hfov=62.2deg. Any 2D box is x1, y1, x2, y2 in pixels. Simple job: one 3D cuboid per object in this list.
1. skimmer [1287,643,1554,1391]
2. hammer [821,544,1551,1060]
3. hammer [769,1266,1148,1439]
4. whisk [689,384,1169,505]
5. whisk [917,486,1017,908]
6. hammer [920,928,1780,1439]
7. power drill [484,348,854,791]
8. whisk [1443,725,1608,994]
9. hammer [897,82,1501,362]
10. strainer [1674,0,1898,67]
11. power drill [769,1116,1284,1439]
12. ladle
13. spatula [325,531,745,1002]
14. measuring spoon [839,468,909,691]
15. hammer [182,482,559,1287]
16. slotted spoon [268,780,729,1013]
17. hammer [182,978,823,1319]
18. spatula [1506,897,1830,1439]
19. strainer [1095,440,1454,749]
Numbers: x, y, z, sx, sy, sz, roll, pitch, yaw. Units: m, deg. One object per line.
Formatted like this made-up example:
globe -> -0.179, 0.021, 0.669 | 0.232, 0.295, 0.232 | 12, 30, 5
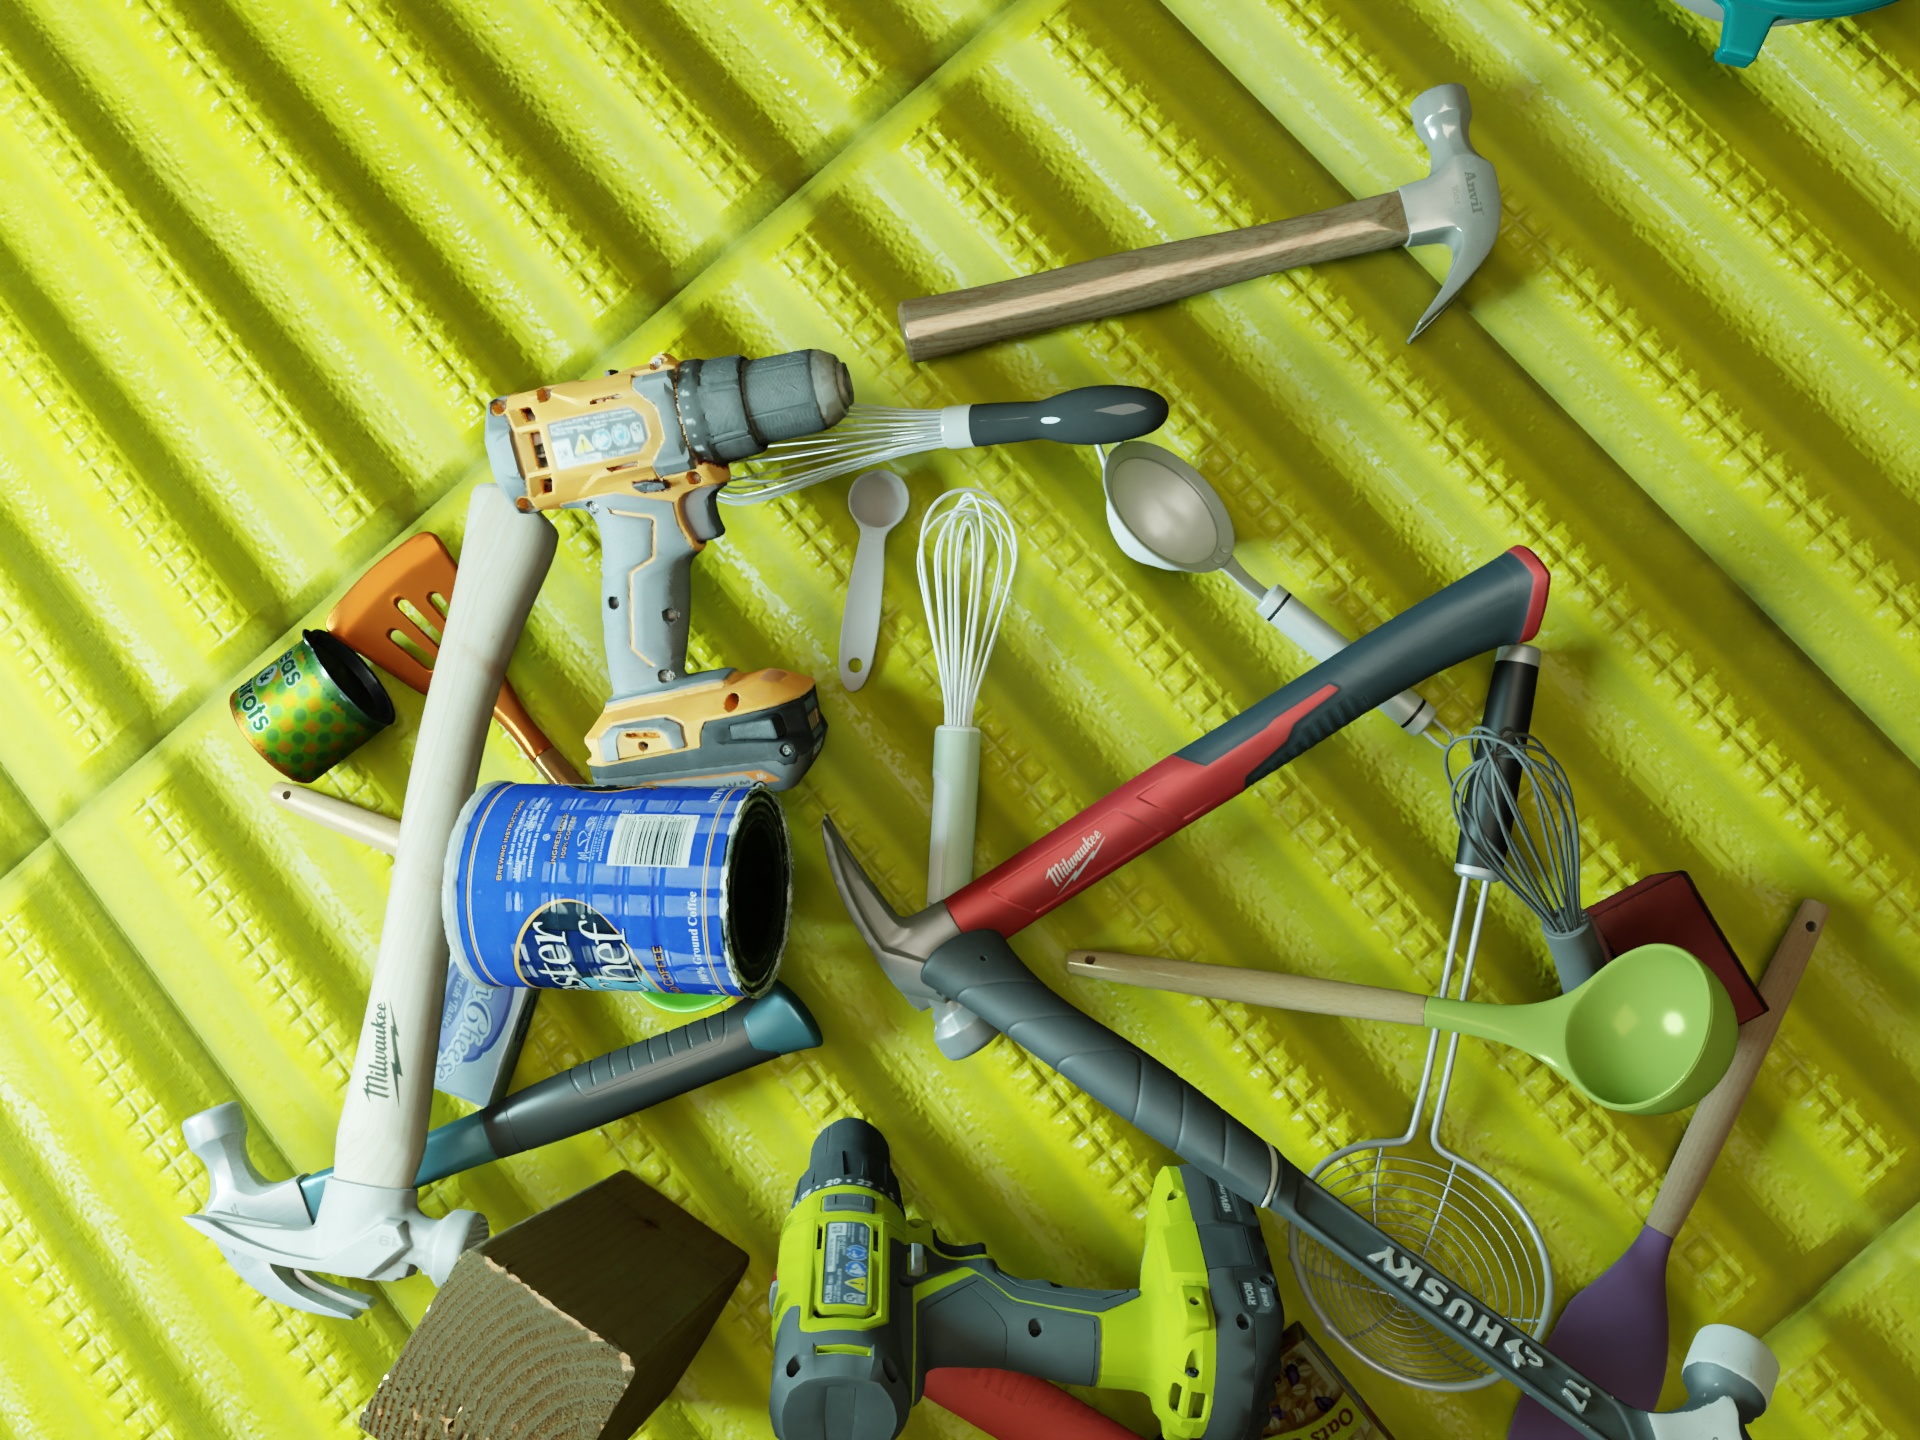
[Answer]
skimmer -> 0.251, 0.134, 0.785 | 0.127, 0.090, 0.363 | 12, 84, 8
hammer -> 0.118, 0.013, 0.807 | 0.386, 0.038, 0.143 | -33, 96, 3
hammer -> 0.060, 0.363, 0.770 | 0.359, 0.036, 0.149 | 23, 81, 19
whisk -> -0.030, -0.155, 0.846 | 0.284, 0.070, 0.070 | -2, 83, 17
whisk -> -0.001, -0.003, 0.853 | 0.059, 0.058, 0.246 | 5, 87, -28
hammer -> 0.151, 0.221, 0.715 | 0.409, 0.036, 0.149 | 33, 50, 18
power drill -> -0.129, -0.076, 0.822 | 0.185, 0.084, 0.226 | -11, 101, 8
whisk -> 0.285, 0.098, 0.757 | 0.055, 0.055, 0.238 | -28, 115, 2
hammer -> 0.130, -0.248, 0.876 | 0.331, 0.031, 0.130 | -12, 81, 5
strainer -> 0.484, -0.479, 0.836 | 0.340, 0.095, 0.211 | -27, 84, 0
power drill -> 0.025, 0.263, 0.764 | 0.228, 0.191, 0.080 | 4, 113, -3
ladle -> 0.194, 0.130, 0.760 | 0.320, 0.062, 0.078 | 4, 59, 29
spatula -> -0.217, 0.037, 0.873 | 0.081, 0.041, 0.323 | -42, 82, -1
measuring spoon -> -0.051, -0.077, 0.885 | 0.034, 0.018, 0.124 | 9, 91, 8
hammer -> -0.285, 0.073, 0.828 | 0.146, 0.038, 0.411 | 6, 78, 6
slotted spoon -> -0.247, 0.084, 0.861 | 0.314, 0.031, 0.070 | 17, 75, 17
hammer -> -0.233, 0.210, 0.834 | 0.331, 0.033, 0.128 | -21, 85, 0
spatula -> 0.364, 0.234, 0.797 | 0.060, 0.018, 0.316 | 26, 88, 8
strainer -> 0.158, -0.066, 0.846 | 0.258, 0.050, 0.087 | 39, 45, 4
